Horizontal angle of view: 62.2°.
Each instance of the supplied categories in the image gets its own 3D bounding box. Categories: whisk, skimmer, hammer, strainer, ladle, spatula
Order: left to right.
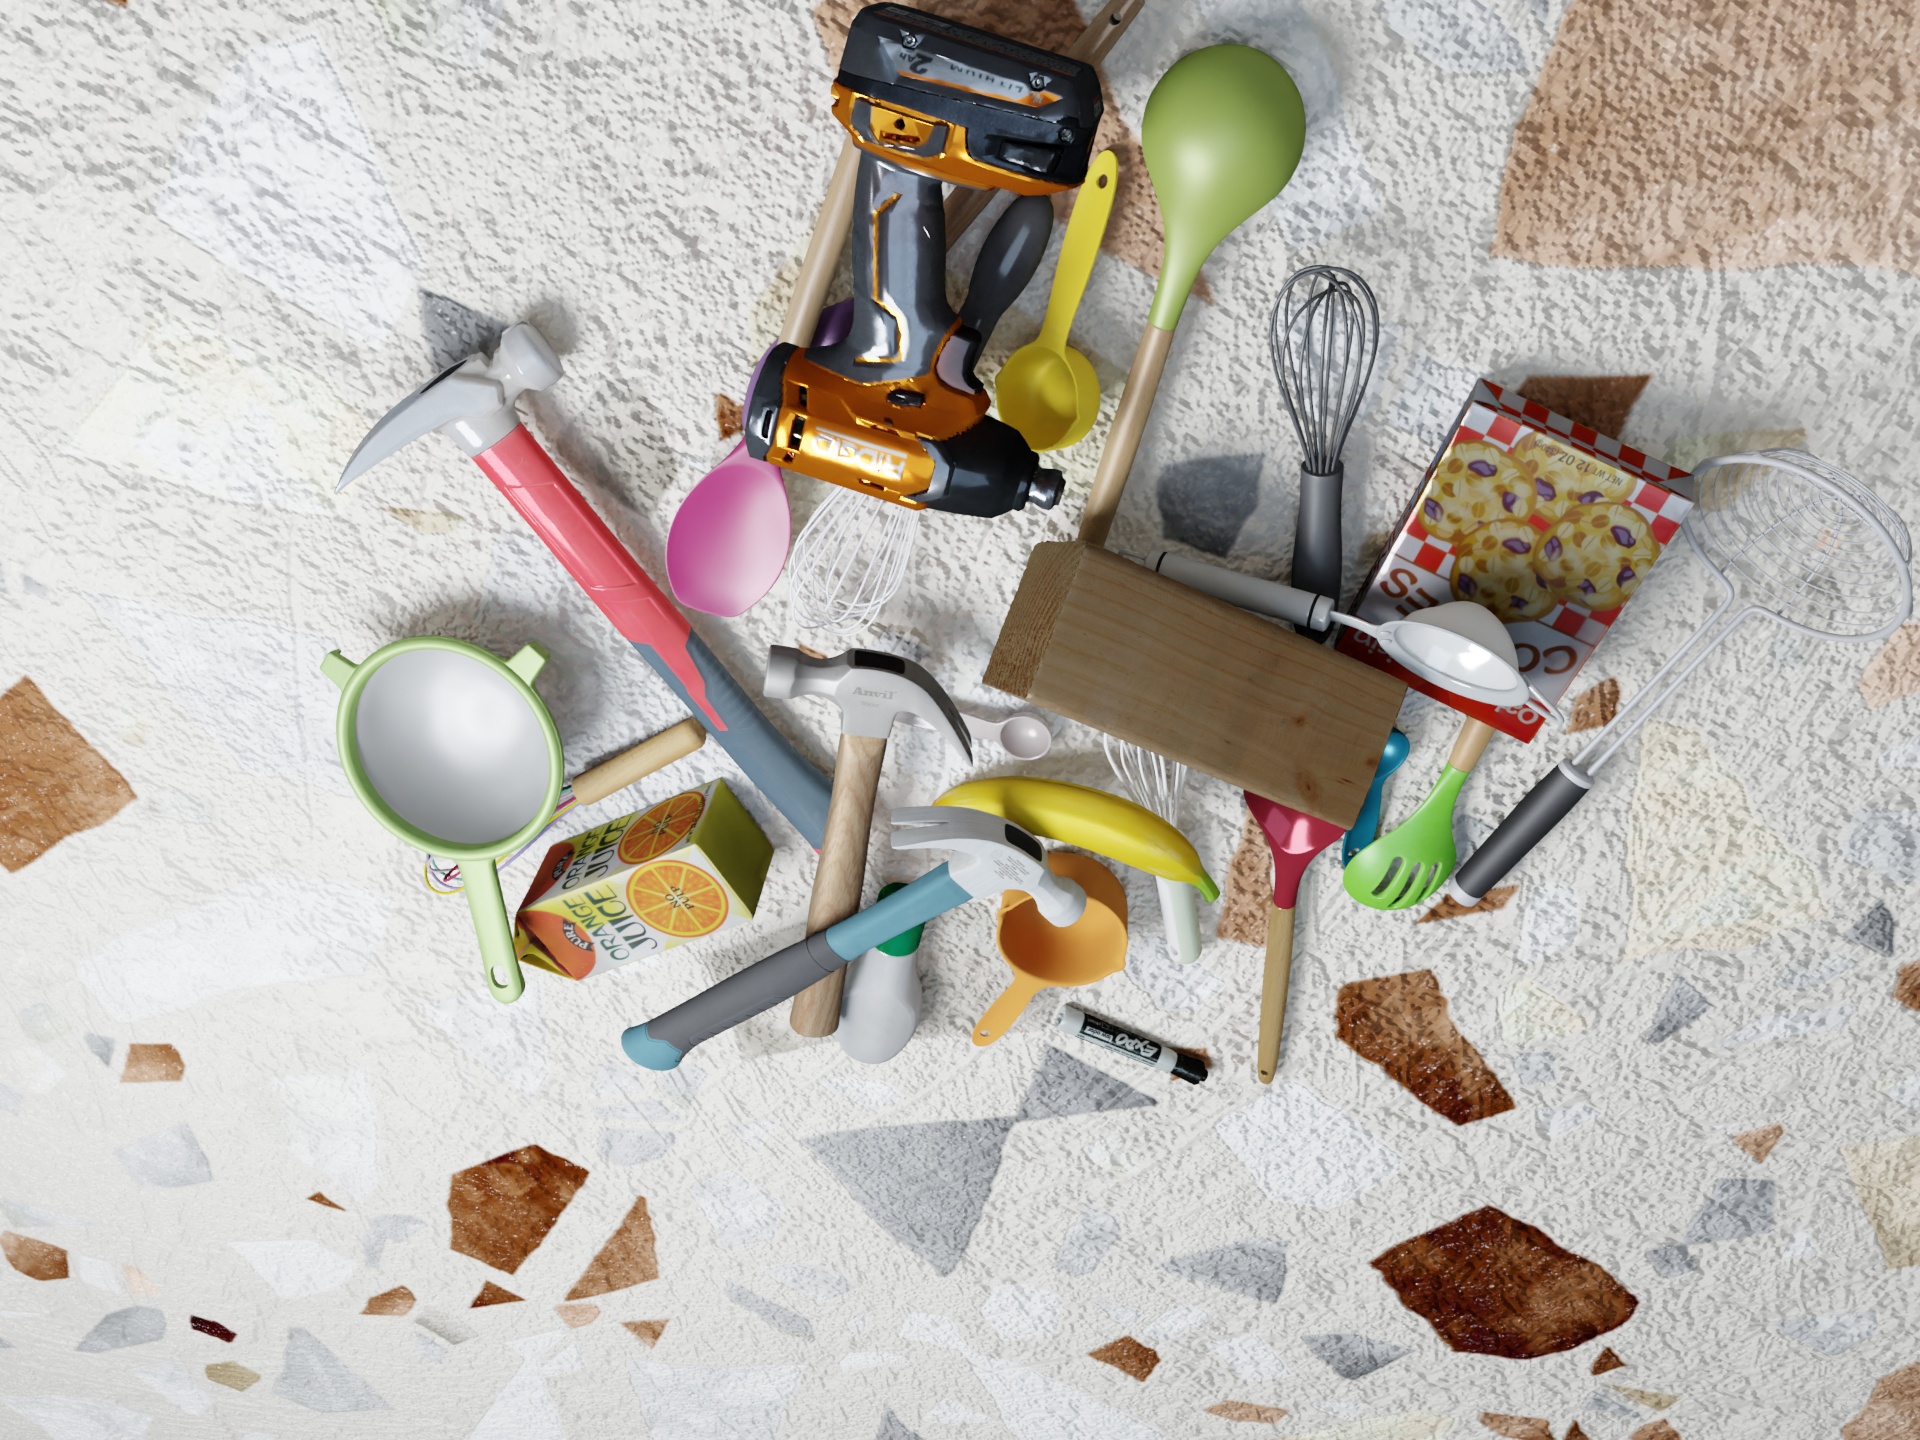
[{"bbox_3d":[-0.308,0.058,1.035,0.151,0.069,0.256,-2,111,11],"label":"strainer"},{"bbox_3d":[-0.270,0.060,1.071,0.245,0.047,0.051,-26,118,21],"label":"whisk"},{"bbox_3d":[-0.196,-0.046,0.966,0.143,0.038,0.386,-33,120,7],"label":"hammer"},{"bbox_3d":[-0.088,0.152,1.034,0.331,0.033,0.128,-30,125,22],"label":"hammer"},{"bbox_3d":[-0.074,0.091,1.026,0.130,0.031,0.331,7,129,-7],"label":"hammer"},{"bbox_3d":[-0.023,-0.159,0.866,0.070,0.070,0.284,25,122,-11],"label":"whisk"},{"bbox_3d":[-0.017,-0.247,0.821,0.059,0.018,0.316,39,123,-13],"label":"spatula"},{"bbox_3d":[0.101,-0.193,0.838,0.078,0.062,0.320,17,134,1],"label":"ladle"},{"bbox_3d":[0.131,0.072,1.022,0.059,0.058,0.246,-24,130,-12],"label":"whisk"},{"bbox_3d":[0.217,0.142,1.072,0.069,0.031,0.315,17,133,24],"label":"ladle"},{"bbox_3d":[0.192,-0.135,0.859,0.055,0.055,0.238,-1,131,9],"label":"whisk"},{"bbox_3d":[0.206,-0.059,0.872,0.258,0.050,0.086,18,167,20],"label":"strainer"},{"bbox_3d":[0.380,-0.001,0.904,0.127,0.090,0.363,43,130,16],"label":"skimmer"}]

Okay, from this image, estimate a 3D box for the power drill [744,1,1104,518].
[{"bbox_3d":[-0.004,-0.208,0.772,0.164,0.084,0.226,19,120,2],"label":"power drill"}]

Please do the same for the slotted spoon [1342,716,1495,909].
[{"bbox_3d":[0.310,0.007,0.959,0.070,0.031,0.313,7,126,-12],"label":"slotted spoon"}]

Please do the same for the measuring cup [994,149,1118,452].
[{"bbox_3d":[0.061,-0.215,0.827,0.062,0.029,0.156,34,119,33],"label":"measuring cup"}]

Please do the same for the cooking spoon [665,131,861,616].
[{"bbox_3d":[-0.094,-0.189,0.858,0.068,0.017,0.318,16,122,-14],"label":"cooking spoon"}]

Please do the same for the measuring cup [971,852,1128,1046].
[{"bbox_3d":[0.051,0.159,1.094,0.095,0.052,0.173,25,128,-10],"label":"measuring cup"}]

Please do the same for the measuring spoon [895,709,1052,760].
[{"bbox_3d":[-0.002,-0.003,1.006,0.124,0.018,0.034,13,128,7],"label":"measuring spoon"}]

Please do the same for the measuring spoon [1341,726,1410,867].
[{"bbox_3d":[0.253,0.046,1.006,0.042,0.021,0.128,-11,136,-9],"label":"measuring spoon"}]
